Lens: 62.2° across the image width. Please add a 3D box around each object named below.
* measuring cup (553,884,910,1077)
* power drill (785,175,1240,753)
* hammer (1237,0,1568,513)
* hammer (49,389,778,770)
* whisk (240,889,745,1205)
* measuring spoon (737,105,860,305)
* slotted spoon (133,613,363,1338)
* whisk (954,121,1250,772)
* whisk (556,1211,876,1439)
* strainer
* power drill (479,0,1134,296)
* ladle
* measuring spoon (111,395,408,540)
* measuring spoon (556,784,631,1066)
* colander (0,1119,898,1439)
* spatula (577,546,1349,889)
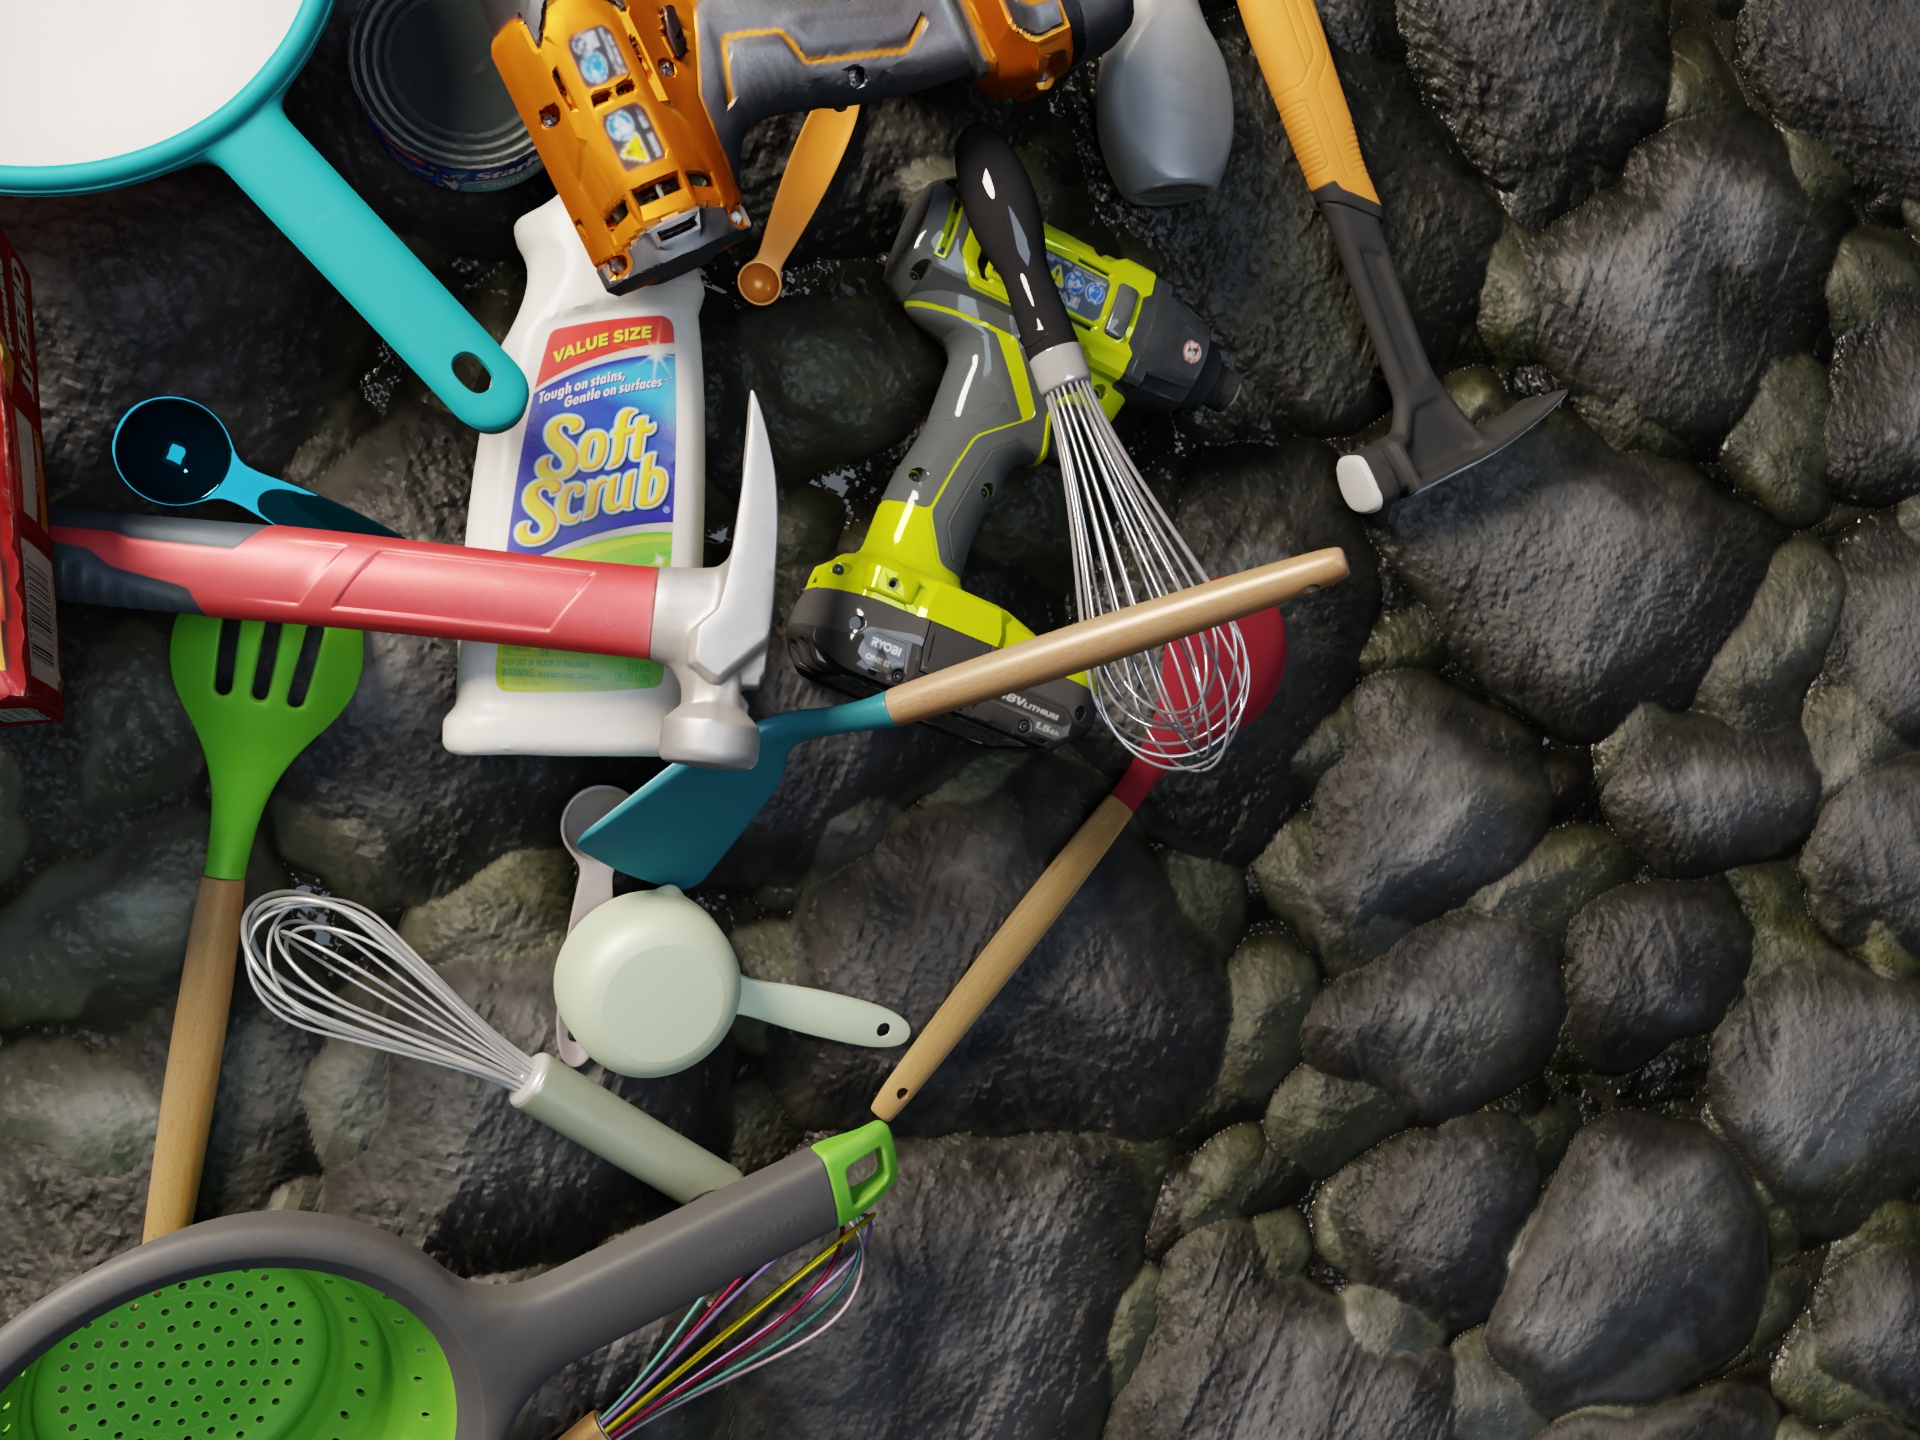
[{"bbox_3d":[-0.090,0.125,0.688,0.167,0.038,0.083,17,93,-25],"label":"measuring cup"},{"bbox_3d":[0.026,-0.105,0.708,0.171,0.080,0.223,21,82,-19],"label":"power drill"},{"bbox_3d":[0.188,-0.279,0.780,0.127,0.034,0.336,-27,101,-16],"label":"hammer"},{"bbox_3d":[-0.261,-0.070,0.580,0.386,0.038,0.143,6,84,-7],"label":"hammer"},{"bbox_3d":[-0.184,0.143,0.653,0.058,0.059,0.246,-41,116,20],"label":"whisk"},{"bbox_3d":[-0.071,-0.234,0.702,0.021,0.011,0.117,25,80,-19],"label":"measuring spoon"},{"bbox_3d":[-0.291,0.087,0.625,0.070,0.031,0.314,10,90,-23],"label":"slotted spoon"},{"bbox_3d":[0.052,-0.114,0.651,0.070,0.070,0.284,-18,87,-18],"label":"whisk"},{"bbox_3d":[-0.135,0.289,0.682,0.245,0.047,0.051,-37,105,-12],"label":"whisk"},{"bbox_3d":[-0.282,-0.231,0.571,0.211,0.095,0.340,-45,102,-12],"label":"strainer"},{"bbox_3d":[-0.066,-0.280,0.596,0.226,0.084,0.164,-28,107,-10],"label":"power drill"},{"bbox_3d":[0.059,0.059,0.752,0.069,0.031,0.315,41,80,-18],"label":"ladle"},{"bbox_3d":[-0.270,-0.085,0.634,0.128,0.021,0.042,28,82,-28],"label":"measuring spoon"},{"bbox_3d":[-0.160,0.087,0.682,0.034,0.018,0.124,5,97,-26],"label":"measuring spoon"},{"bbox_3d":[-0.213,0.238,0.625,0.397,0.095,0.204,-20,112,-27],"label":"colander"},{"bbox_3d":[-0.001,-0.002,0.623,0.317,0.082,0.044,-18,64,19],"label":"spatula"}]
